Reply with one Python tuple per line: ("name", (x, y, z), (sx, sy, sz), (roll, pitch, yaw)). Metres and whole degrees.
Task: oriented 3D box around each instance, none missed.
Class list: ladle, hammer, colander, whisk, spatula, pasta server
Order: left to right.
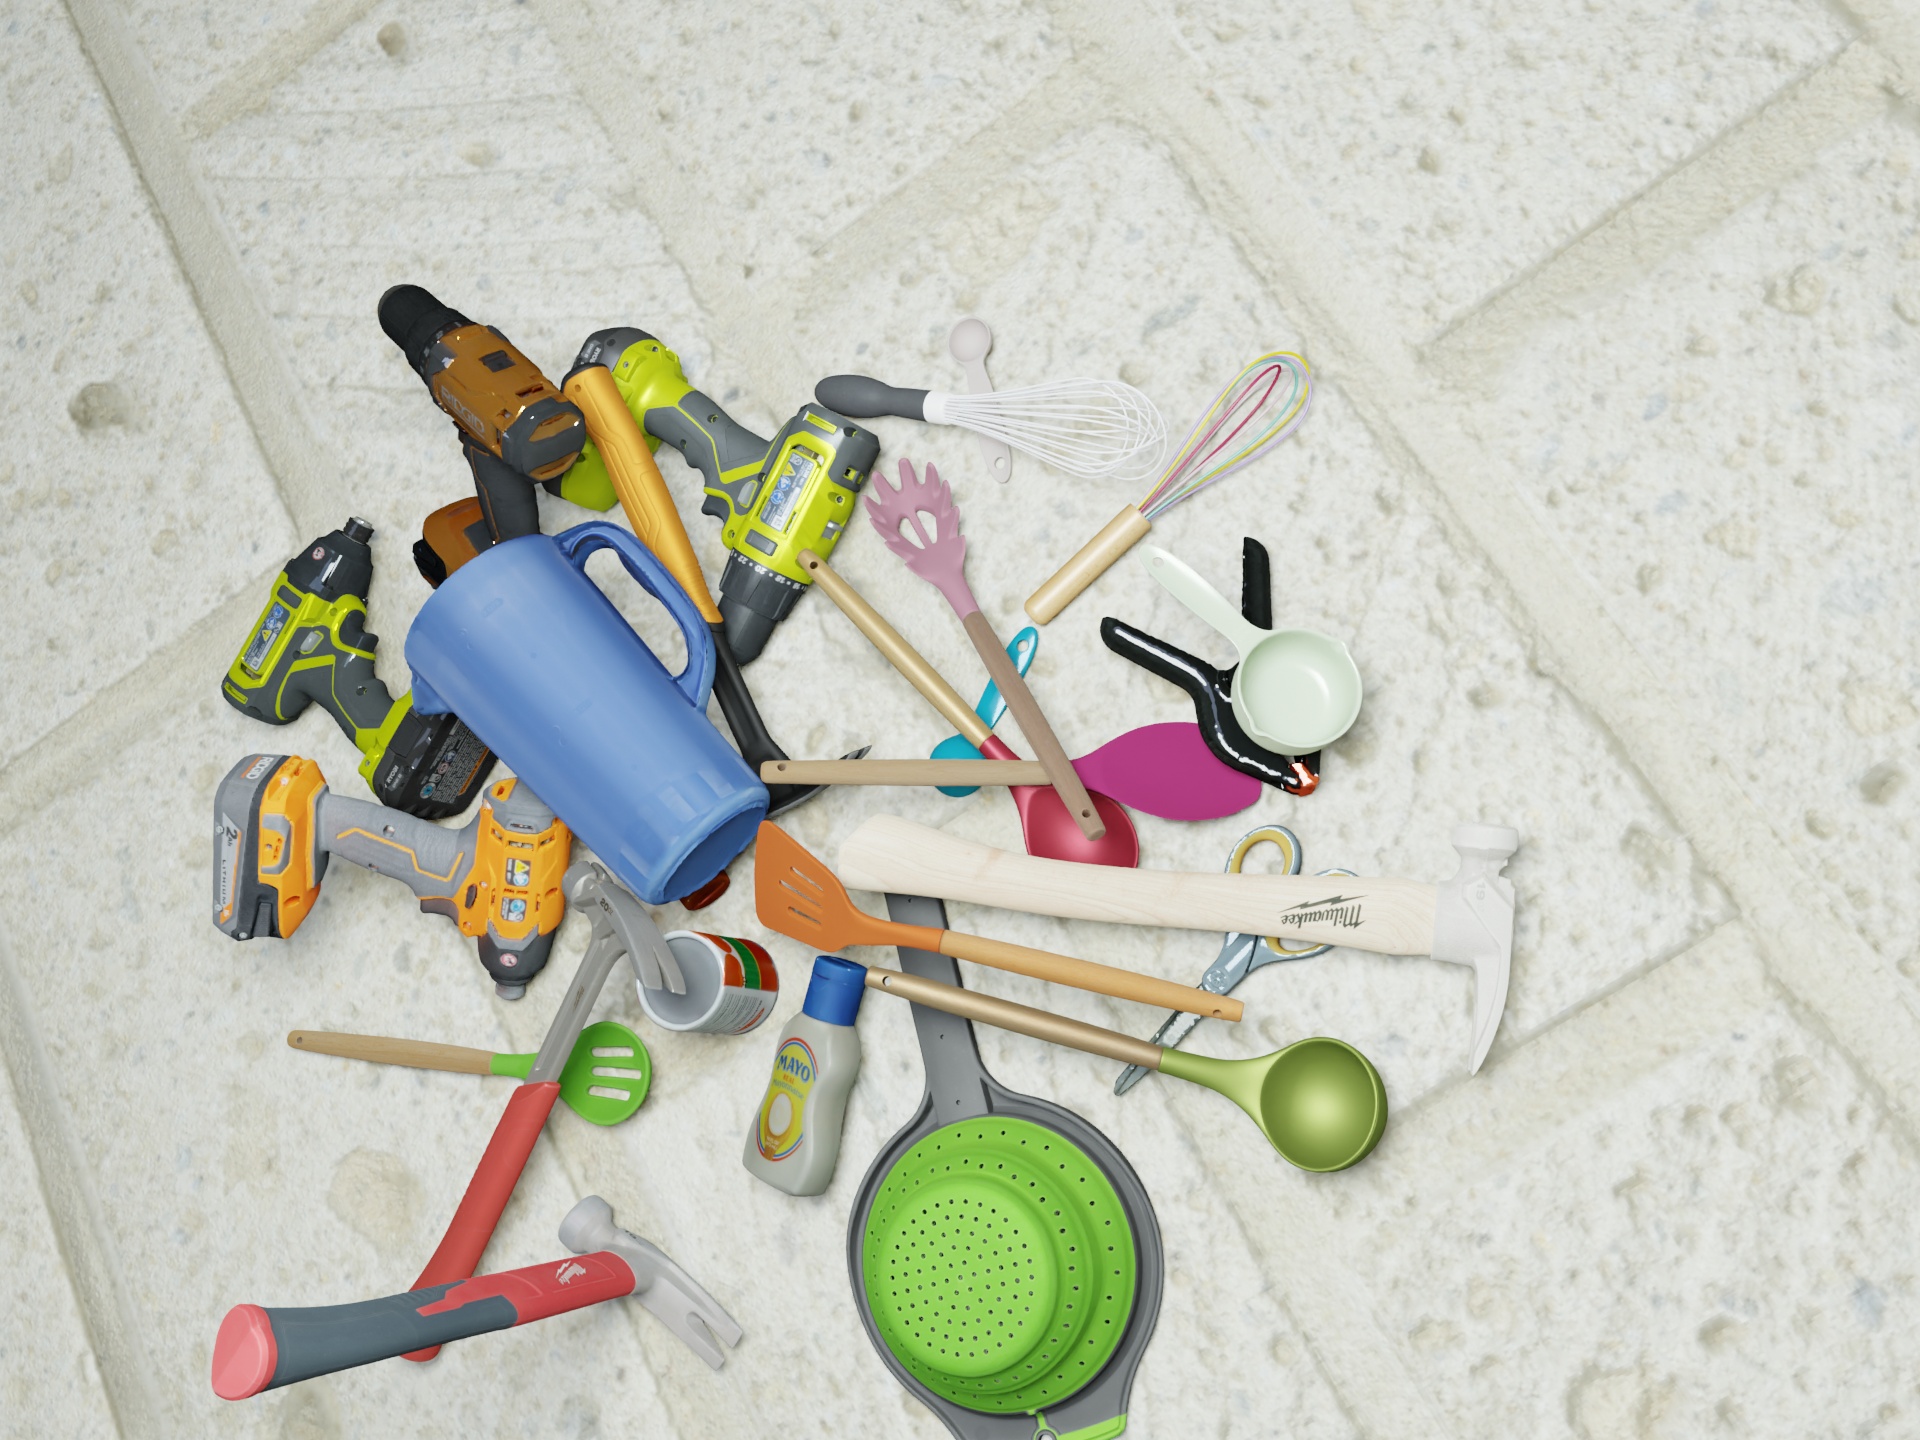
("hammer", (-0.257, 0.337, 0.889), (0.143, 0.386, 0.038), (34, 90, 21))
("hammer", (-0.291, 0.279, 1.053), (0.149, 0.036, 0.359), (40, 107, 49))
("hammer", (-0.183, -0.094, 1.087), (0.127, 0.034, 0.337), (-27, 88, 26))
("colander", (-0.005, 0.254, 0.983), (0.204, 0.094, 0.397), (-18, 74, 13))
("ladle", (-0.002, -0.003, 1.051), (0.069, 0.031, 0.315), (-43, 78, -3))
("whisk", (0.014, -0.209, 1.087), (0.285, 0.070, 0.070), (14, 83, 31))
("spatula", (0.015, 0.136, 0.980), (0.322, 0.041, 0.081), (12, 118, 12))
("pasta server", (0.017, -0.051, 1.041), (0.060, 0.040, 0.317), (-27, 58, -2))
("ladle", (0.094, 0.195, 0.953), (0.320, 0.062, 0.078), (15, 79, 8))
("hammer", (0.123, 0.118, 0.977), (0.410, 0.038, 0.146), (5, 85, 14))
("whisk", (0.133, -0.154, 1.054), (0.245, 0.047, 0.051), (-43, 64, 9))

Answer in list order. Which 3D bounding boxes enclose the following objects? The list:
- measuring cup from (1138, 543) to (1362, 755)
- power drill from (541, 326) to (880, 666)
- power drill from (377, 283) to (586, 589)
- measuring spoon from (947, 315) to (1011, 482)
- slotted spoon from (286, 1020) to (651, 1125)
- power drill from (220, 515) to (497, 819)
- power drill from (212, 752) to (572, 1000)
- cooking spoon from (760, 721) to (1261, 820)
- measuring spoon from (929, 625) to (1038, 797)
("measuring cup", (0.171, -0.046, 0.979), (0.168, 0.038, 0.083), (44, 76, 11))
("power drill", (-0.190, -0.165, 1.142), (0.229, 0.080, 0.190), (30, 98, 18))
("power drill", (-0.341, -0.181, 1.119), (0.185, 0.226, 0.084), (41, 52, 21))
("measuring spoon", (0.019, -0.225, 1.124), (0.034, 0.018, 0.124), (-17, 80, 25))
("slotted spoon", (-0.352, 0.240, 1.135), (0.314, 0.031, 0.070), (1, 81, 20))
("power drill", (-0.440, -0.041, 1.195), (0.223, 0.080, 0.171), (32, 93, 24))
("power drill", (-0.388, 0.111, 1.100), (0.226, 0.084, 0.164), (8, 111, -7))
("cooking spoon", (0.032, 0.033, 1.015), (0.319, 0.017, 0.069), (0, 65, 0))
("measuring spoon", (0.016, -0.008, 1.070), (0.042, 0.021, 0.128), (28, 90, 21))
